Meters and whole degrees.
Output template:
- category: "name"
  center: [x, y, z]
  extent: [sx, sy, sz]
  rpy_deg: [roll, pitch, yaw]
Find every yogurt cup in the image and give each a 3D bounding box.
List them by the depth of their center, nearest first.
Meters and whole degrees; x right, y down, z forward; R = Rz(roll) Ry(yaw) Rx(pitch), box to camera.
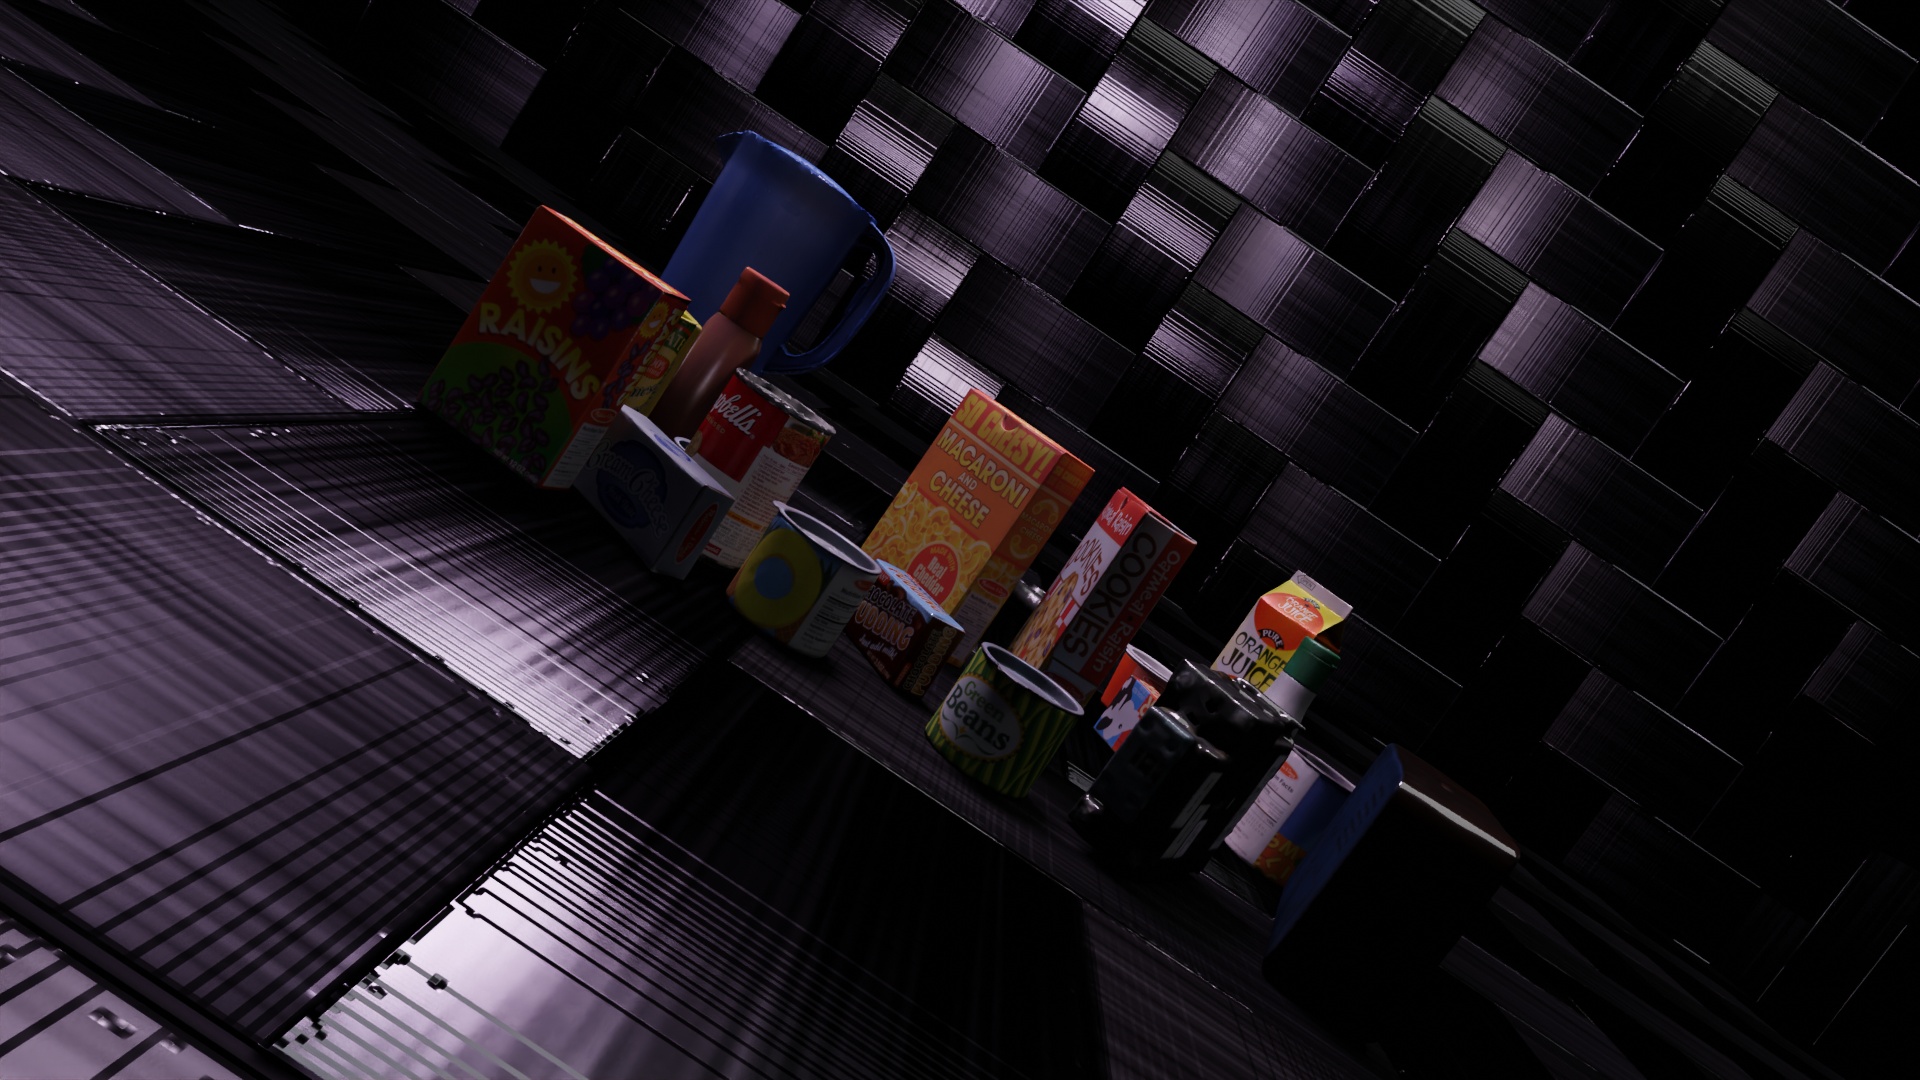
- category: "yogurt cup"
  center: [0.159, 0.133, 1.205]
  extent: [0.072, 0.054, 0.072]
  rpy_deg: [34, 6, -4]

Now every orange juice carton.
- category: "orange juice carton"
  center: [0.305, 0.126, 1.373]
  extent: [0.072, 0.192, 0.073]
  rpy_deg: [38, 7, 37]

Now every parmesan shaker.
- category: "parmesan shaker"
  center: [-0.222, -0.113, 0.886]
  extent: [0.071, 0.103, 0.071]
  rpy_deg: [34, 6, -4]

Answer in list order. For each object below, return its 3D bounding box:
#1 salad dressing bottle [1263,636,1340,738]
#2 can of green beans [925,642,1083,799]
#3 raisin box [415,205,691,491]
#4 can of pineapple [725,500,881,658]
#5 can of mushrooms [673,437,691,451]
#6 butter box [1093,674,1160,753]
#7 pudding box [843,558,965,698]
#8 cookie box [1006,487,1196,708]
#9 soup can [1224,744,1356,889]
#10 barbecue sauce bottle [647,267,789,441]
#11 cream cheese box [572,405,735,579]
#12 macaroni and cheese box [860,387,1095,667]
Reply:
- category: "salad dressing bottle"
  center: [0.278, 0.154, 1.223]
  extent: [0.044, 0.147, 0.064]
  rpy_deg: [38, 7, 36]
- category: "can of green beans"
  center: [0.023, 0.097, 0.748]
  extent: [0.071, 0.057, 0.071]
  rpy_deg: [34, 6, -4]
- category: "raisin box"
  center: [-0.213, -0.100, 0.730]
  extent: [0.086, 0.123, 0.040]
  rpy_deg: [35, 5, 9]
- category: "can of pineapple"
  center: [-0.087, 0.022, 0.757]
  extent: [0.071, 0.058, 0.071]
  rpy_deg: [34, 6, -4]
- category: "can of mushrooms"
  center: [-0.165, -0.035, 0.906]
  extent: [0.071, 0.033, 0.071]
  rpy_deg: [34, 6, -4]
- category: "butter box"
  center: [0.139, 0.144, 1.016]
  extent: [0.024, 0.053, 0.104]
  rpy_deg: [31, 6, -26]
- category: "pudding box"
  center: [-0.036, 0.051, 0.831]
  extent: [0.030, 0.049, 0.084]
  rpy_deg: [30, 7, -35]
- category: "cookie box"
  center: [0.077, 0.050, 0.886]
  extent: [0.040, 0.167, 0.123]
  rpy_deg: [34, 6, -6]
- category: "soup can"
  center: [0.237, 0.197, 0.977]
  extent: [0.071, 0.083, 0.071]
  rpy_deg: [34, 6, -4]
- category: "barbecue sauce bottle"
  center: [-0.175, -0.121, 0.981]
  extent: [0.044, 0.148, 0.065]
  rpy_deg: [34, 5, 0]
- category: "cream cheese box"
  center: [-0.167, -0.028, 0.742]
  extent: [0.104, 0.053, 0.024]
  rpy_deg: [39, 7, 39]
- category: "macaroni and cheese box"
  center: [0.004, -0.012, 0.986]
  extent: [0.040, 0.166, 0.124]
  rpy_deg: [29, 7, -42]
